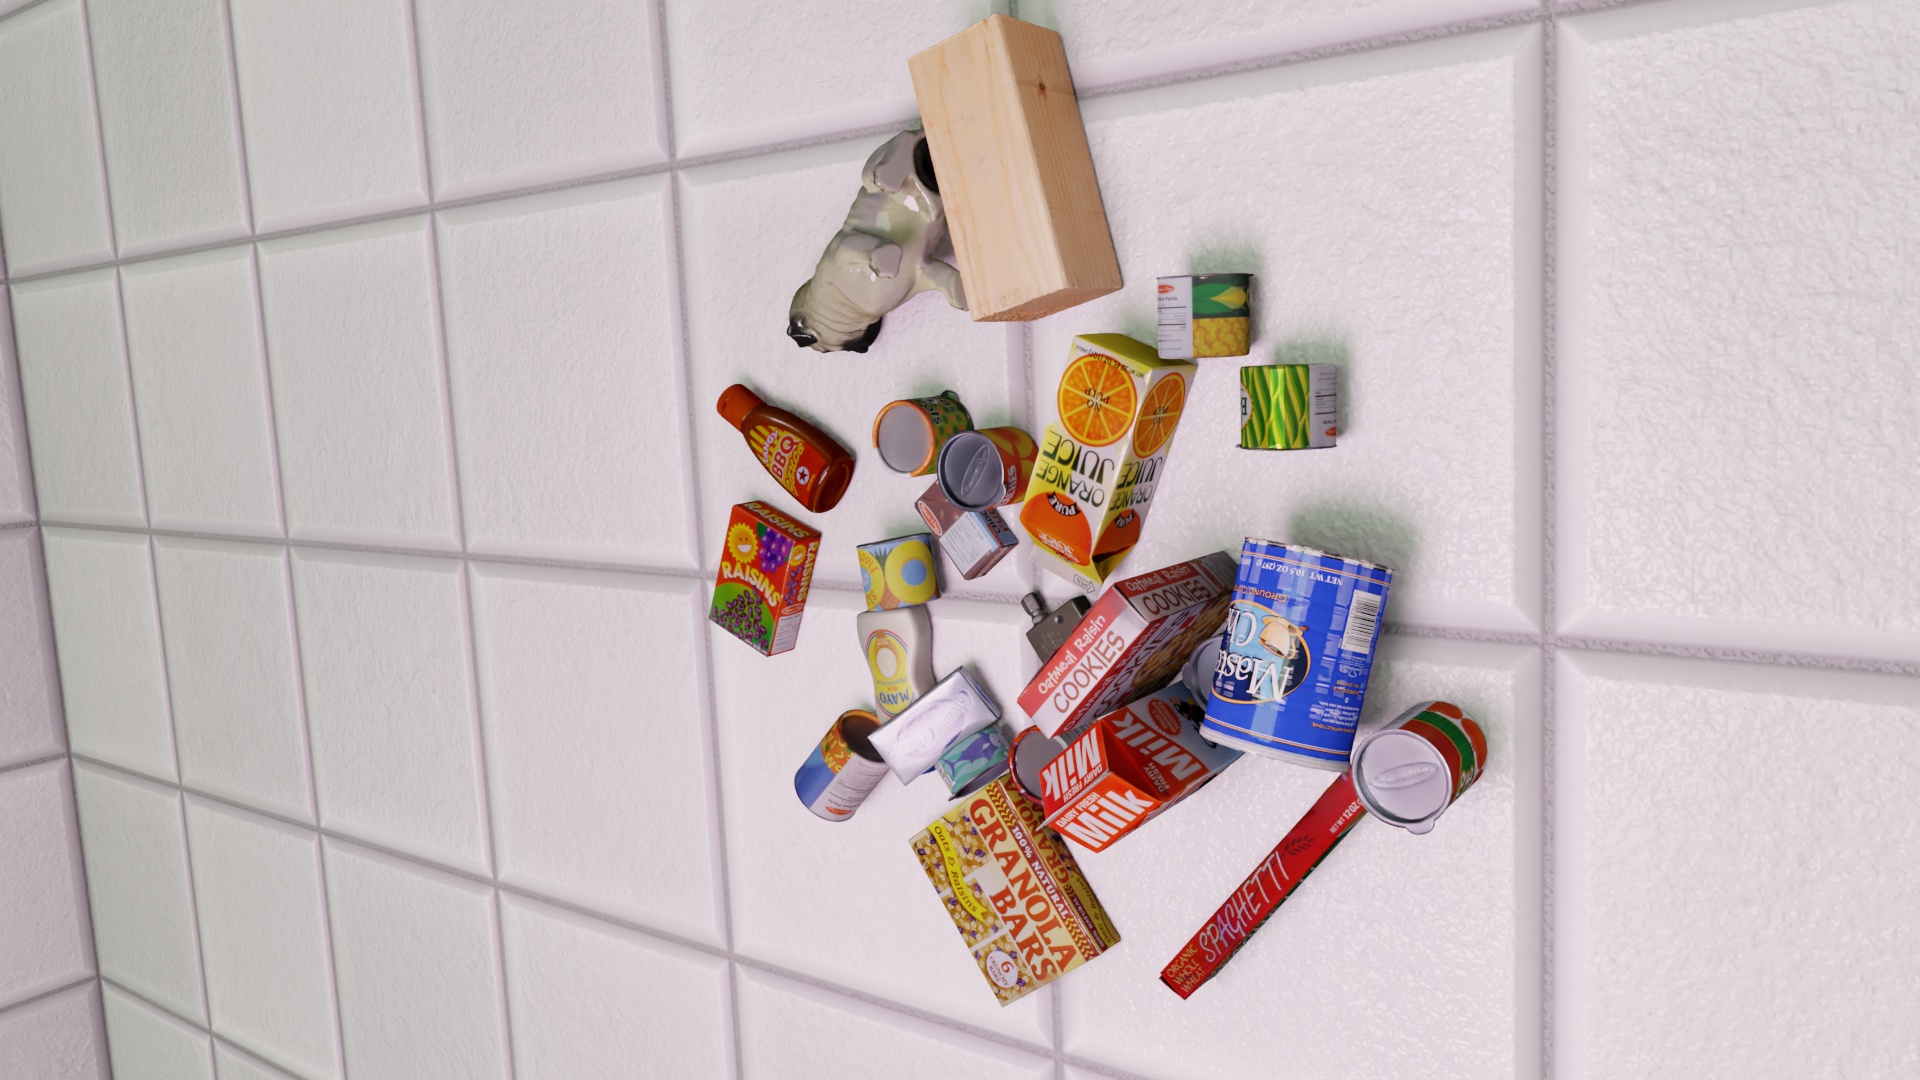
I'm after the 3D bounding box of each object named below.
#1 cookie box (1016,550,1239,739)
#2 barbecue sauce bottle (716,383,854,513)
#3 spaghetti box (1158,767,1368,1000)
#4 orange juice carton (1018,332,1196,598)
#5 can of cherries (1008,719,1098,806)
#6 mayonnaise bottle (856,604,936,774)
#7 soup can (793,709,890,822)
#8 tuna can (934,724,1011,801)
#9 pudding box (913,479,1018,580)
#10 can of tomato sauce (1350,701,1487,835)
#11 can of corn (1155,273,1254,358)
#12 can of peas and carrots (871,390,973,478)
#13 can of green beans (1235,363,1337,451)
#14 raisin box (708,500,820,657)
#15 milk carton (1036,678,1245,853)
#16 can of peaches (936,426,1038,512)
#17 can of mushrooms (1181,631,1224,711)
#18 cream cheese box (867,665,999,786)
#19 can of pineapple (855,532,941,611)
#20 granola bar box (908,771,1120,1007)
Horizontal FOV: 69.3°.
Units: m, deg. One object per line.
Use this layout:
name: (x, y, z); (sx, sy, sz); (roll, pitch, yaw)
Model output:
cookie box: (0.128, 0.072, 1.001); (0.040, 0.168, 0.122); (48, 122, 21)
barbecue sauce bottle: (-0.163, -0.090, 1.270); (0.149, 0.044, 0.064); (40, 119, 26)
spaghetti box: (0.232, 0.251, 1.027); (0.029, 0.050, 0.248); (46, 121, 23)
orange juice carton: (0.105, -0.056, 1.058); (0.072, 0.073, 0.191); (29, 114, 30)
can of cherries: (0.079, 0.178, 1.123); (0.071, 0.058, 0.071); (6, 101, 35)
mayonnaise bottle: (-0.049, 0.131, 1.221); (0.064, 0.041, 0.148); (-9, 92, 29)
soup can: (-0.103, 0.201, 1.259); (0.071, 0.071, 0.083); (49, 121, 20)
tuna can: (0.011, 0.187, 1.168); (0.070, 0.071, 0.033); (-45, 69, 33)
pudding box: (0.004, -0.015, 1.166); (0.049, 0.030, 0.084); (-46, 70, 33)
can of tomato sauce: (0.310, 0.150, 0.932); (0.071, 0.083, 0.071); (7, 102, 36)
can of corn: (0.176, -0.161, 0.995); (0.071, 0.071, 0.058); (4, 101, 36)
can of peas and carrots: (-0.031, -0.089, 1.162); (0.071, 0.059, 0.070); (7, 102, 35)
can of green beans: (0.227, -0.093, 0.965); (0.071, 0.071, 0.057); (3, 99, 36)
raisin box: (-0.185, 0.035, 1.309); (0.086, 0.040, 0.123); (28, 114, 31)
milk carton: (0.127, 0.163, 1.002); (0.072, 0.191, 0.073); (-47, 70, 32)
can of peaches: (0.025, -0.057, 1.126); (0.071, 0.058, 0.071); (6, 101, 35)
can of mushrooms: (0.204, 0.099, 1.034); (0.071, 0.033, 0.071); (7, 102, 35)
cream cheese box: (-0.023, 0.158, 1.184); (0.103, 0.024, 0.053); (-37, 94, 9)
can of pineapple: (-0.054, 0.027, 1.191); (0.071, 0.071, 0.058); (-9, 92, 37)
granola bar box: (0.043, 0.296, 1.181); (0.123, 0.039, 0.166); (-41, 73, 33)
